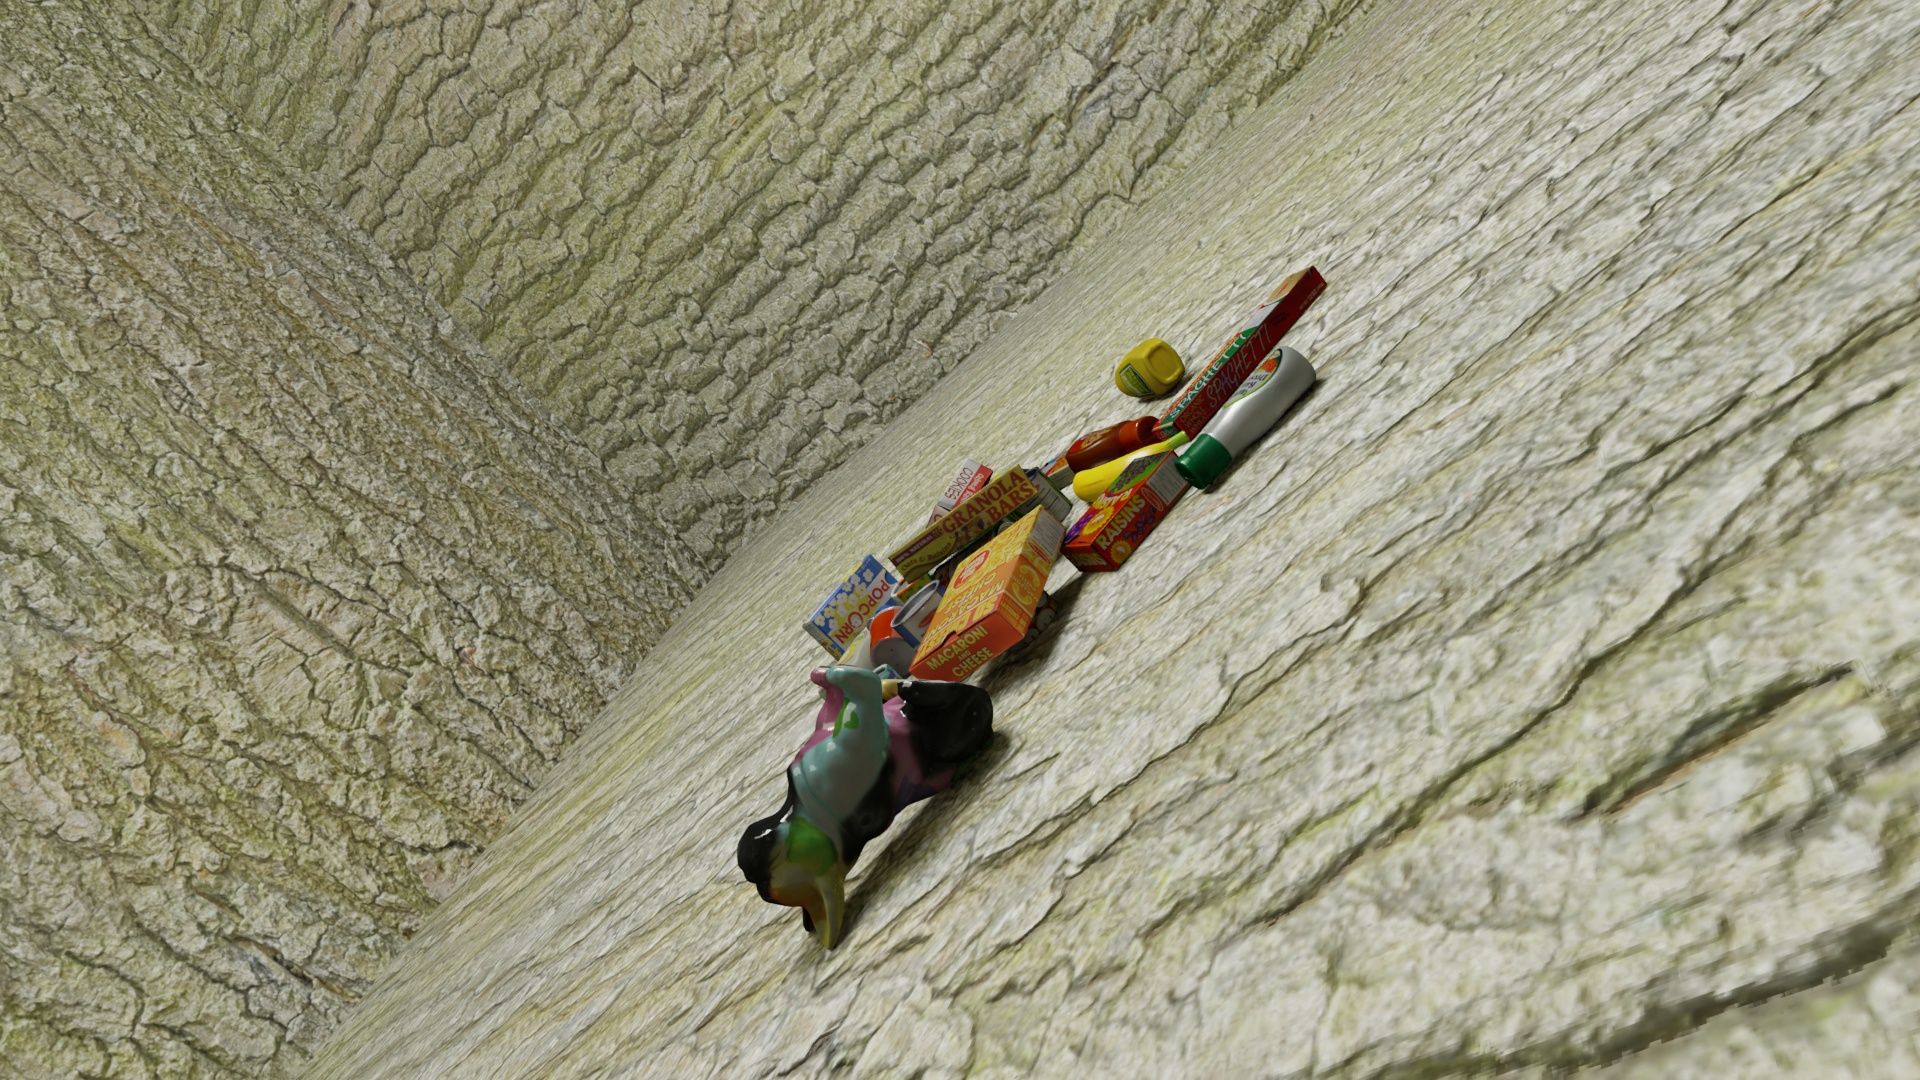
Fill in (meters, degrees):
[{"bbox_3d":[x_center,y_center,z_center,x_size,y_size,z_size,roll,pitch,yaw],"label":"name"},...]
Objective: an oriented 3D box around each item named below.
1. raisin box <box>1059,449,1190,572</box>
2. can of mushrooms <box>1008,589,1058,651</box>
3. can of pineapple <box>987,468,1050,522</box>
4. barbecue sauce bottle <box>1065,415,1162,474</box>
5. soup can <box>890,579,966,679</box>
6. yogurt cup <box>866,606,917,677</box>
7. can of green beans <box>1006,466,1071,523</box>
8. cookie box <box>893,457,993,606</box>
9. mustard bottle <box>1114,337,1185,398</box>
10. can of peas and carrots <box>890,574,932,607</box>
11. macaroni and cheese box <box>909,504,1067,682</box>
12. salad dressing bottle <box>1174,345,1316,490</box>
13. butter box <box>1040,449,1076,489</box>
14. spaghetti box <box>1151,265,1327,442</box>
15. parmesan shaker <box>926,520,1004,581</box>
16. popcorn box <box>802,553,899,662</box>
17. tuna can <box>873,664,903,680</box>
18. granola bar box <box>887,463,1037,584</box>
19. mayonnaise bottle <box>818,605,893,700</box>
[{"bbox_3d":[0.155,-0.027,1.308,0.124,0.040,0.086,-48,12,-14],"label":"raisin box"},{"bbox_3d":[0.060,0.069,1.309,0.071,0.033,0.071,-43,10,10],"label":"can of mushrooms"},{"bbox_3d":[0.069,-0.053,1.651,0.071,0.071,0.058,-46,11,-9],"label":"can of pineapple"},{"bbox_3d":[0.173,-0.106,1.525,0.065,0.043,0.148,-36,8,-21],"label":"barbecue sauce bottle"},{"bbox_3d":[-0.017,0.090,1.376,0.071,0.083,0.071,-42,11,10],"label":"soup can"},{"bbox_3d":[-0.070,0.115,1.535,0.072,0.072,0.054,-40,20,23],"label":"yogurt cup"},{"bbox_3d":[0.083,-0.041,1.569,0.071,0.058,0.071,-42,11,10],"label":"can of green beans"},{"bbox_3d":[-0.020,-0.003,1.700,0.166,0.040,0.123,-66,-4,35],"label":"cookie box"},{"bbox_3d":[0.219,-0.201,1.675,0.049,0.065,0.160,-41,4,-10],"label":"mustard bottle"},{"bbox_3d":[-0.037,0.061,1.627,0.071,0.058,0.071,-42,11,11],"label":"can of peas and carrots"},{"bbox_3d":[0.026,0.053,1.288,0.123,0.040,0.167,-37,16,36],"label":"macaroni and cheese box"},{"bbox_3d":[0.254,-0.109,1.244,0.148,0.044,0.064,-46,10,-8],"label":"salad dressing bottle"},{"bbox_3d":[0.126,-0.086,1.677,0.053,0.024,0.103,-52,13,-34],"label":"butter box"},{"bbox_3d":[0.293,-0.194,1.459,0.251,0.028,0.050,-47,11,-17],"label":"spaghetti box"},{"bbox_3d":[0.016,0.019,1.562,0.103,0.071,0.071,-44,11,0],"label":"parmesan shaker"},{"bbox_3d":[-0.131,0.092,1.777,0.127,0.085,0.038,-51,12,-29],"label":"popcorn box"},{"bbox_3d":[-0.091,0.168,1.489,0.071,0.033,0.071,-42,10,10],"label":"tuna can"},{"bbox_3d":[0.005,-0.018,1.471,0.165,0.039,0.124,-36,1,3],"label":"granola bar box"},{"bbox_3d":[-0.115,0.136,1.671,0.064,0.041,0.149,-37,14,42],"label":"mayonnaise bottle"}]
